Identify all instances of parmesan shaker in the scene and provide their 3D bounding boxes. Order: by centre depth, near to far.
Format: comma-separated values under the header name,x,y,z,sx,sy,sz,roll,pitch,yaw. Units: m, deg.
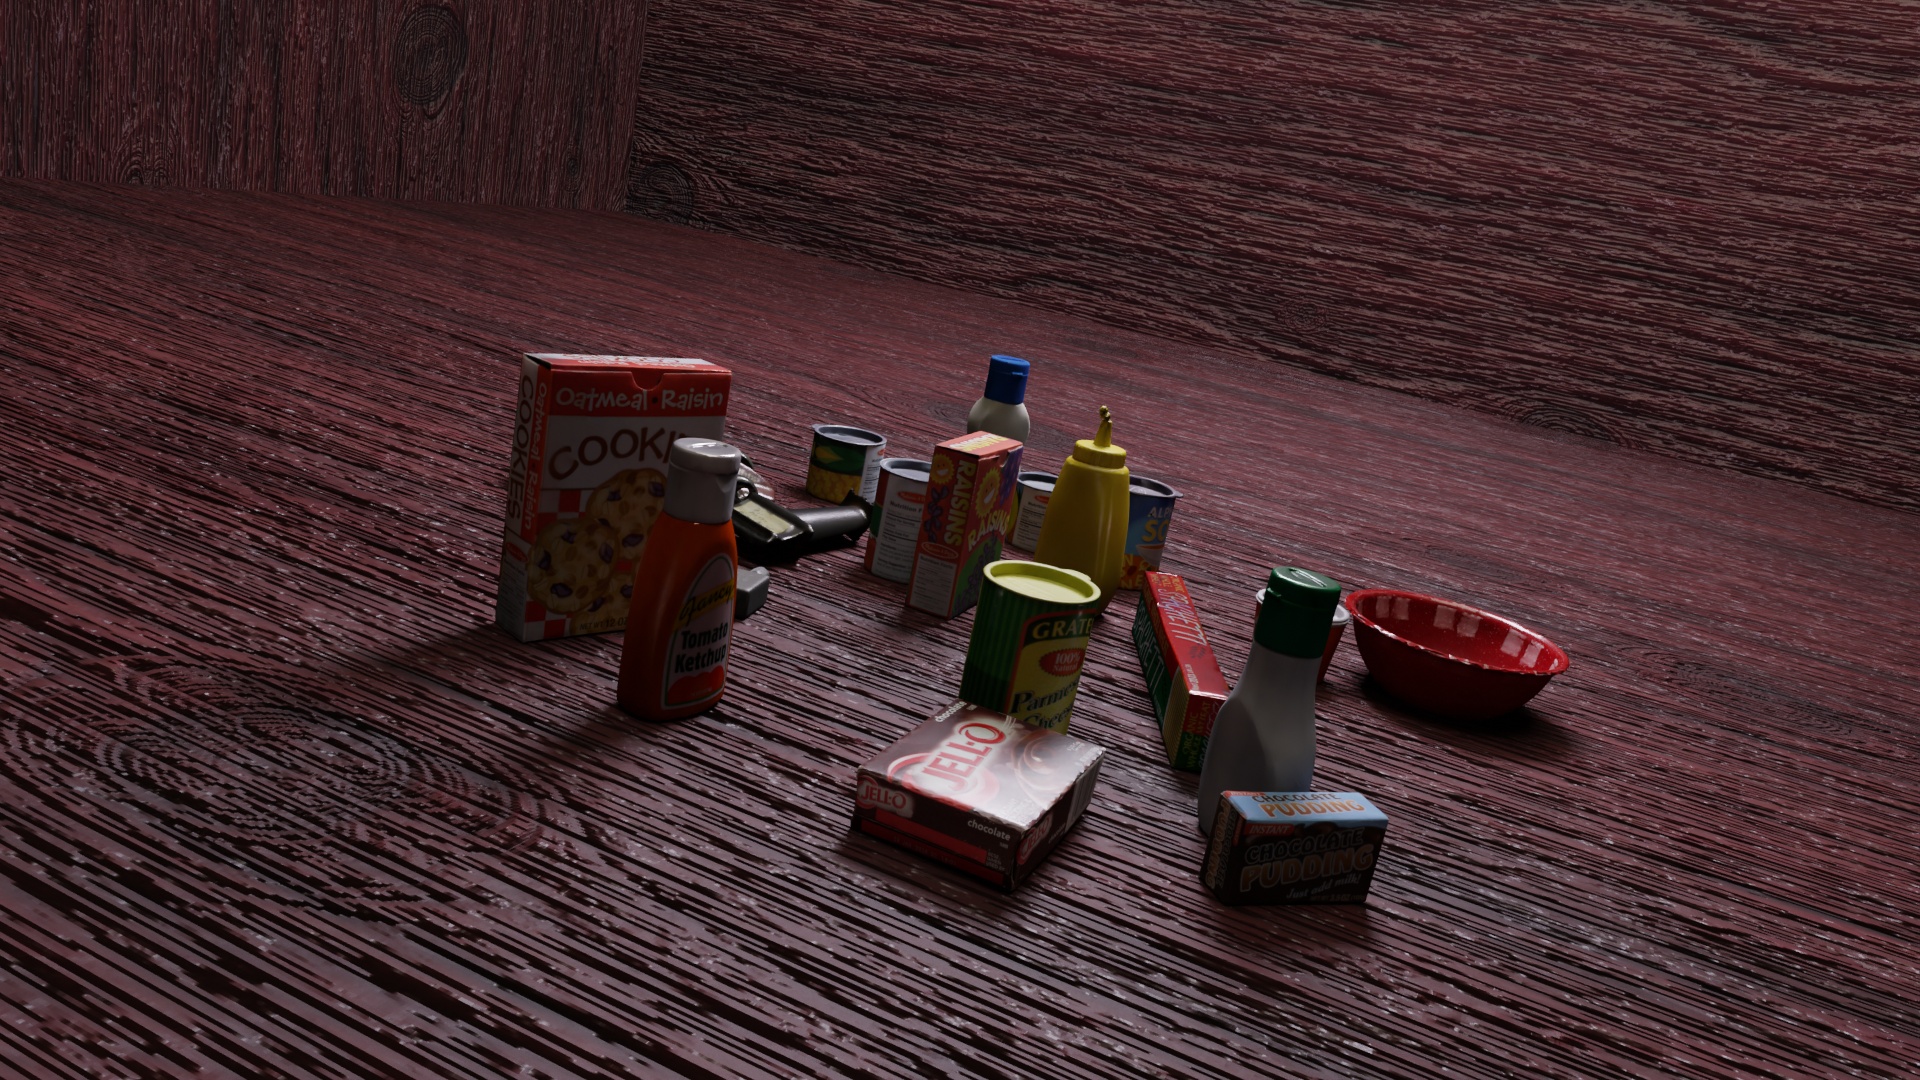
name,x,y,z,sx,sy,sz,roll,pitch,yaw
parmesan shaker,0.038,0.070,0.785,0.071,0.102,0.071,10,15,-3

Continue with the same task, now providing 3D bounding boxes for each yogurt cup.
name,x,y,z,sx,sy,sz,roll,pitch,yaw
yogurt cup,0.244,0.071,1.015,0.072,0.053,0.072,10,15,-3

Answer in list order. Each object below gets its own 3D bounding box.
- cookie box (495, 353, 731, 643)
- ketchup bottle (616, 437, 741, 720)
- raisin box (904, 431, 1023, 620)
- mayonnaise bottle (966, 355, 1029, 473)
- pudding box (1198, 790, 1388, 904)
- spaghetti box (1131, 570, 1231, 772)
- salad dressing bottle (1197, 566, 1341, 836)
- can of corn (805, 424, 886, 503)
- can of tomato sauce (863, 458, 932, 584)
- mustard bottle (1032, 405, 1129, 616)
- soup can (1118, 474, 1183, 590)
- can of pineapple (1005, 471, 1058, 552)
name,x,y,z,sx,sy,sz,roll,pitch,yaw
cookie box,-0.209,-0.028,0.842,0.123,0.167,0.040,-5,22,-45
ketchup bottle,-0.148,0.020,0.751,0.043,0.148,0.065,20,17,30
raisin box,0.004,-0.013,1.015,0.040,0.123,0.086,17,16,21
mayonnaise bottle,0.032,-0.094,1.274,0.065,0.147,0.041,4,17,-25
pudding box,0.165,0.151,0.687,0.084,0.049,0.030,5,16,-21
spaghetti box,0.143,0.079,0.923,0.029,0.050,0.251,11,16,-2
salad dressing bottle,0.163,0.088,0.724,0.044,0.147,0.064,4,17,-25
can of corn,-0.106,-0.069,1.259,0.071,0.058,0.071,10,15,-3
can of tomato sauce,-0.036,-0.015,1.072,0.071,0.082,0.071,10,15,-3
mustard bottle,0.098,-0.023,1.047,0.065,0.159,0.049,19,17,28
soup can,0.143,-0.007,1.163,0.071,0.083,0.071,10,15,-3
can of pineapple,0.075,-0.024,1.225,0.071,0.057,0.071,10,15,-3
